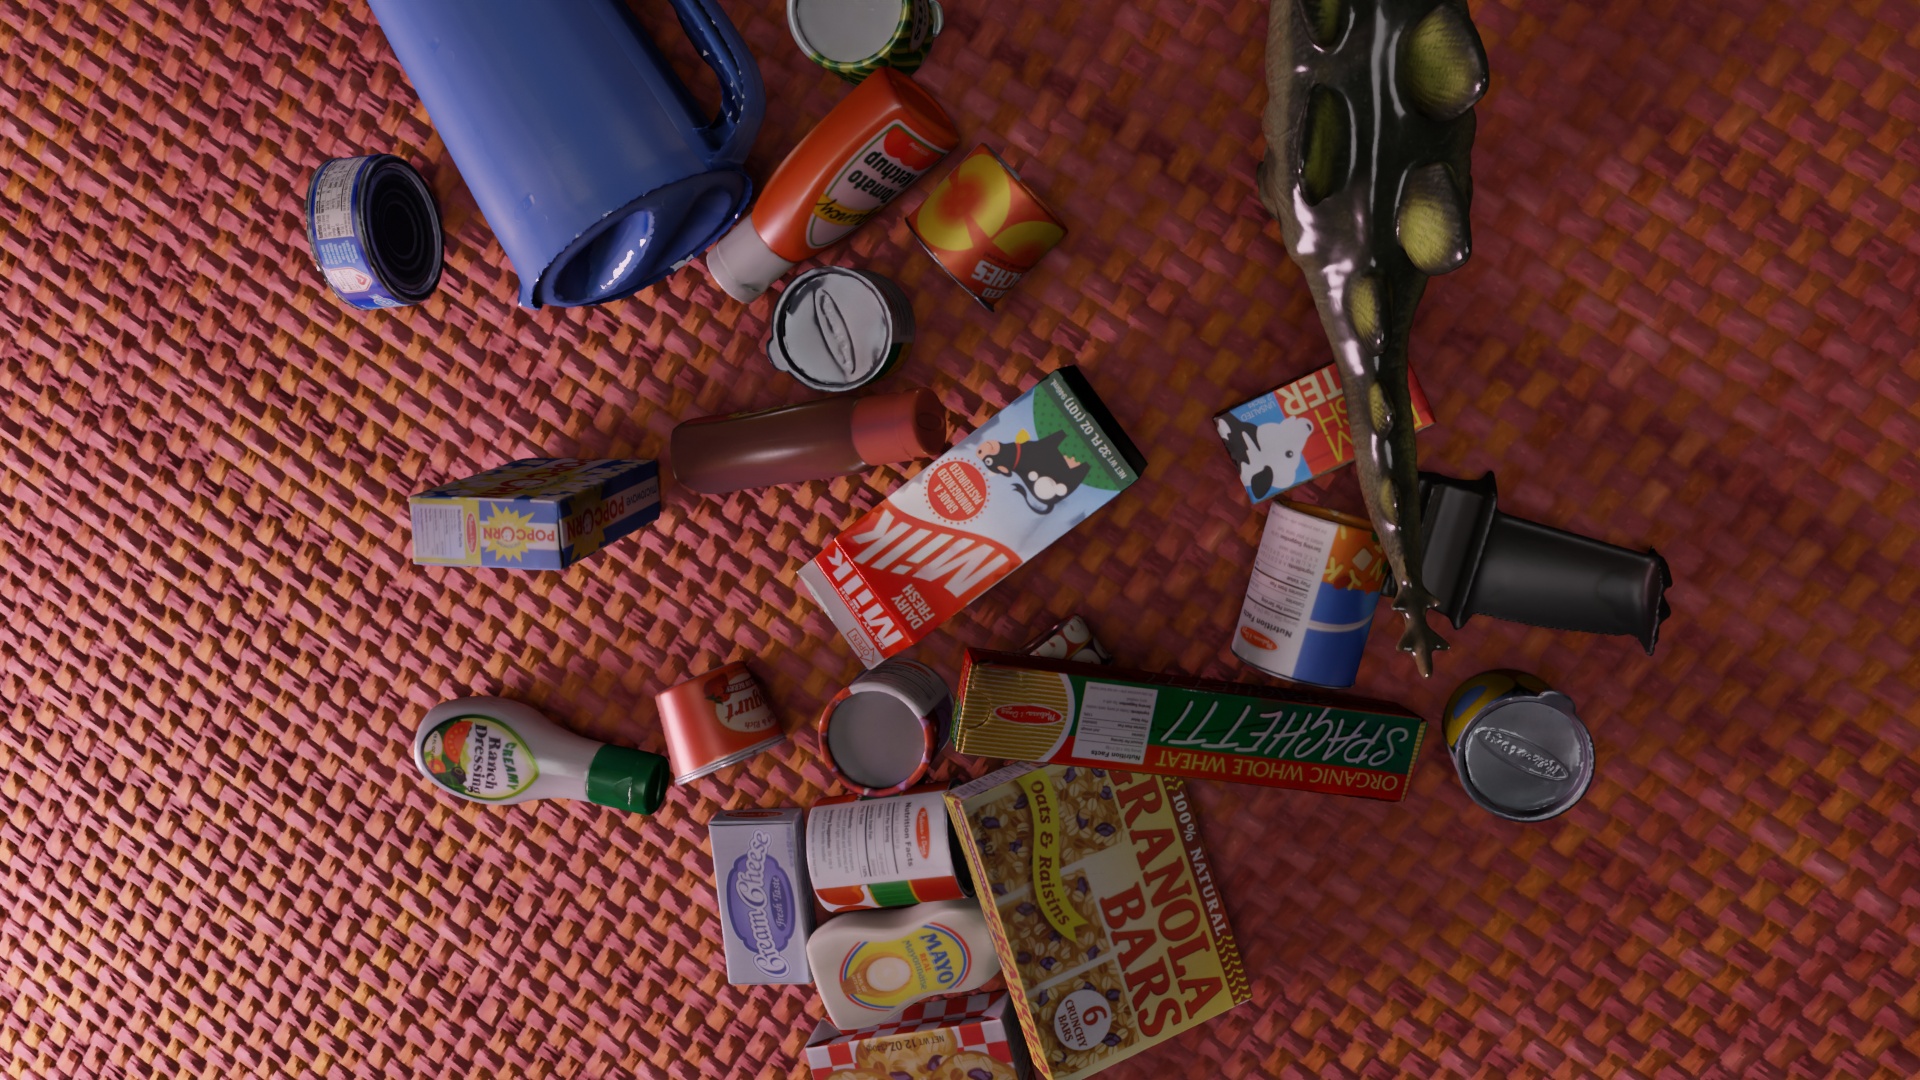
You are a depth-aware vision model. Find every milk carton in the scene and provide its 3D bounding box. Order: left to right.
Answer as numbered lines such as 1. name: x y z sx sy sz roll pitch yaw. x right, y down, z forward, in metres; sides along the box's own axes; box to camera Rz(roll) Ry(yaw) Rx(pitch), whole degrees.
1. milk carton: 0.003 -0.009 0.749 0.190 0.073 0.072 -36 90 14

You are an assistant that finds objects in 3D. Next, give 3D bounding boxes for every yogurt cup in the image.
1. yogurt cup: -0.141 0.104 0.800 0.072 0.072 0.054 -24 86 14

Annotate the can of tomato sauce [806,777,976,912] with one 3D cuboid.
1. can of tomato sauce: -0.037 0.174 0.790 0.083 0.071 0.071 -10 97 13

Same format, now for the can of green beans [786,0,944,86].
1. can of green beans: -0.051 -0.275 0.727 0.071 0.058 0.071 2 99 11

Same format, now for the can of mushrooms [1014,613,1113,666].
1. can of mushrooms: 0.049 0.070 0.758 0.071 0.071 0.033 -37 90 14

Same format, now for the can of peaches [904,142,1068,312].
1. can of peaches: 0.015 -0.163 0.726 0.058 0.071 0.071 -43 89 13

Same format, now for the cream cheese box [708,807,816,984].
1. cream cheese box: -0.116 0.213 0.831 0.053 0.024 0.103 -4 98 12

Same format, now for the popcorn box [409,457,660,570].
1. popcorn box: -0.230 -0.017 0.766 0.085 0.127 0.038 3 104 11

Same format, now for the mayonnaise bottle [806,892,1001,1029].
1. mayonnaise bottle: -0.012 0.235 0.805 0.148 0.041 0.064 -20 94 13

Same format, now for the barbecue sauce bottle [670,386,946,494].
1. barbecue sauce bottle: -0.080 -0.054 0.746 0.148 0.065 0.043 -6 89 28

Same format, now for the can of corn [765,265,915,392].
1. can of corn: -0.064 -0.114 0.754 0.071 0.058 0.071 2 99 11

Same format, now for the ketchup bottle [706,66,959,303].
1. ketchup bottle: -0.074 -0.187 0.746 0.148 0.065 0.043 -36 66 23

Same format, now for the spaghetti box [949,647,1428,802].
1. spaghetti box: 0.120 0.097 0.721 0.250 0.029 0.050 8 101 -12

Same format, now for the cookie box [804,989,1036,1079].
1. cookie box: -0.010 0.361 0.825 0.123 0.040 0.167 -13 96 13

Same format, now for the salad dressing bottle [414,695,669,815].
1. salad dressing bottle: -0.251 0.133 0.835 0.148 0.044 0.064 10 99 9

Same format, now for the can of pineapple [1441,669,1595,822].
1. can of pineapple: 0.288 0.103 0.718 0.071 0.058 0.071 2 99 11

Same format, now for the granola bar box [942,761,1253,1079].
1. granola bar box: 0.075 0.193 0.758 0.124 0.039 0.165 -20 95 -15

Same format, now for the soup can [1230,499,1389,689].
1. soup can: 0.186 0.027 0.724 0.071 0.071 0.083 15 101 8

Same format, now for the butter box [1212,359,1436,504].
1. butter box: 0.190 -0.064 0.729 0.103 0.024 0.053 -25 94 14

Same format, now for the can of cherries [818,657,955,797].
1. can of cherries: -0.041 0.107 0.783 0.071 0.058 0.071 2 99 11
